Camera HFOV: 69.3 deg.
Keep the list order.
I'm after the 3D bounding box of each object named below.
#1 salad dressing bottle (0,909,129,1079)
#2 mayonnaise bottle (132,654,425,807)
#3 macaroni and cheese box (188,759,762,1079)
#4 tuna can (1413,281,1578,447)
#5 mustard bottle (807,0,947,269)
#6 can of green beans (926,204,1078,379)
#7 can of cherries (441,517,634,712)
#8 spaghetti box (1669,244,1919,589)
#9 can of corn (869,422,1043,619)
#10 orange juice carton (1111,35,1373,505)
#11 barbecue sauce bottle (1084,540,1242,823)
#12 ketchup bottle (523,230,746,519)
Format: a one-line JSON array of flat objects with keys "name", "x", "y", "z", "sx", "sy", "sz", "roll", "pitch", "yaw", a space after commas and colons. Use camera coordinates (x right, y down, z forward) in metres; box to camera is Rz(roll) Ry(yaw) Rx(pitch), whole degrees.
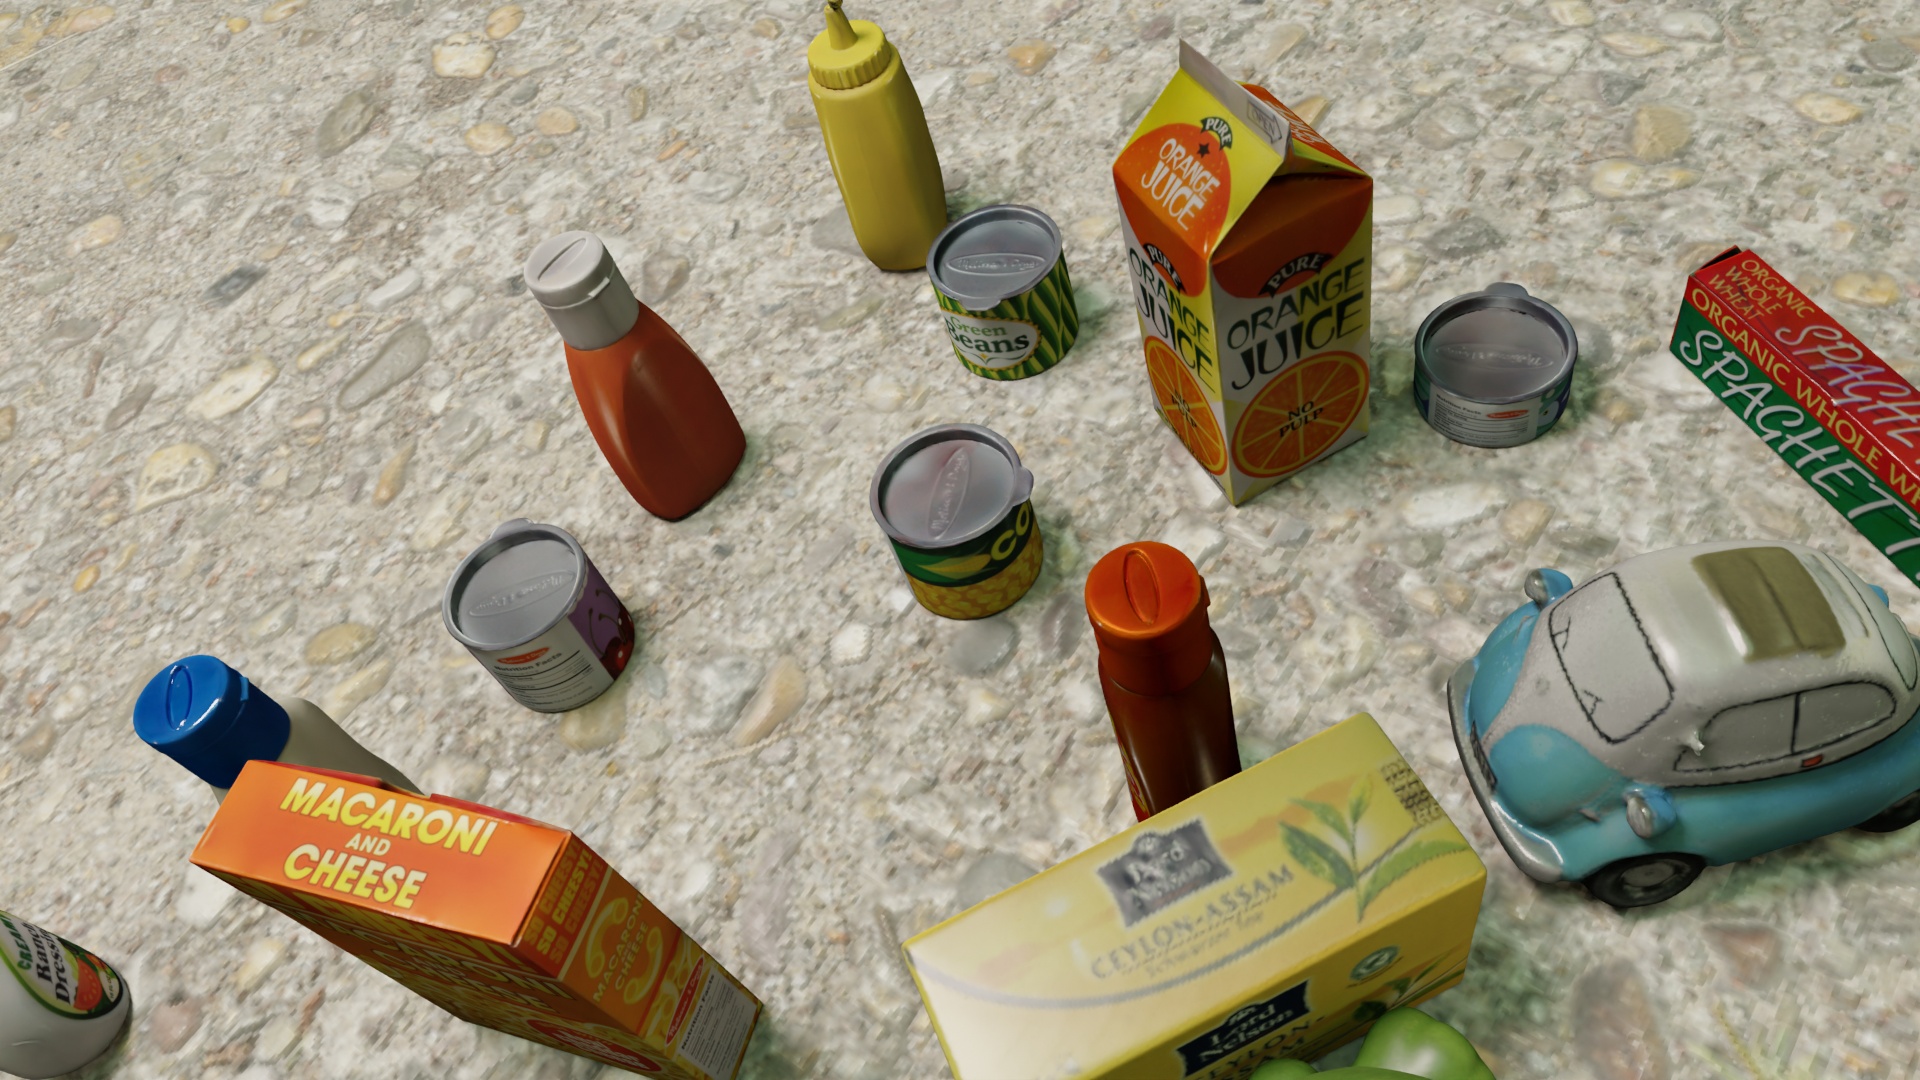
[{"name": "salad dressing bottle", "x": -0.387, "y": 0.161, "z": 0.530, "sx": 0.044, "sy": 0.147, "sz": 0.064, "roll": -38, "pitch": 54, "yaw": -13}, {"name": "mayonnaise bottle", "x": -0.257, "y": 0.096, "z": 0.542, "sx": 0.041, "sy": 0.147, "sz": 0.065, "roll": -23, "pitch": 52, "yaw": -2}, {"name": "macaroni and cheese box", "x": -0.155, "y": 0.135, "z": 0.474, "sx": 0.124, "sy": 0.165, "sz": 0.040, "roll": 7, "pitch": 57, "yaw": 20}, {"name": "tuna can", "x": 0.234, "y": -0.077, "z": 0.609, "sx": 0.071, "sy": 0.032, "sz": 0.071, "roll": -7, "pitch": 53, "yaw": 10}, {"name": "mustard bottle", "x": -0.045, "y": -0.211, "z": 0.703, "sx": 0.049, "sy": 0.159, "sz": 0.065, "roll": -5, "pitch": 54, "yaw": 12}, {"name": "can of green beans", "x": 0.022, "y": -0.121, "z": 0.684, "sx": 0.071, "sy": 0.057, "sz": 0.071, "roll": -7, "pitch": 53, "yaw": 10}, {"name": "can of cherries", "x": -0.188, "y": 0.033, "z": 0.627, "sx": 0.071, "sy": 0.058, "sz": 0.072, "roll": -7, "pitch": 53, "yaw": 10}, {"name": "spaghetti box", "x": 0.361, "y": -0.017, "z": 0.520, "sx": 0.029, "sy": 0.050, "sz": 0.251, "roll": -24, "pitch": 52, "yaw": -2}, {"name": "can of corn", "x": 0.002, "y": -0.008, "z": 0.605, "sx": 0.071, "sy": 0.058, "sz": 0.071, "roll": -7, "pitch": 53, "yaw": 10}, {"name": "orange juice carton", "x": 0.116, "y": -0.108, "z": 0.563, "sx": 0.073, "sy": 0.191, "sz": 0.072, "roll": -28, "pitch": 52, "yaw": -6}, {"name": "barbecue sauce bottle", "x": 0.072, "y": 0.056, "z": 0.482, "sx": 0.043, "sy": 0.148, "sz": 0.065, "roll": -13, "pitch": 52, "yaw": 6}, {"name": "ketchup bottle", "x": -0.150, "y": -0.076, "z": 0.639, "sx": 0.043, "sy": 0.148, "sz": 0.065, "roll": 26, "pitch": 65, "yaw": 30}]
